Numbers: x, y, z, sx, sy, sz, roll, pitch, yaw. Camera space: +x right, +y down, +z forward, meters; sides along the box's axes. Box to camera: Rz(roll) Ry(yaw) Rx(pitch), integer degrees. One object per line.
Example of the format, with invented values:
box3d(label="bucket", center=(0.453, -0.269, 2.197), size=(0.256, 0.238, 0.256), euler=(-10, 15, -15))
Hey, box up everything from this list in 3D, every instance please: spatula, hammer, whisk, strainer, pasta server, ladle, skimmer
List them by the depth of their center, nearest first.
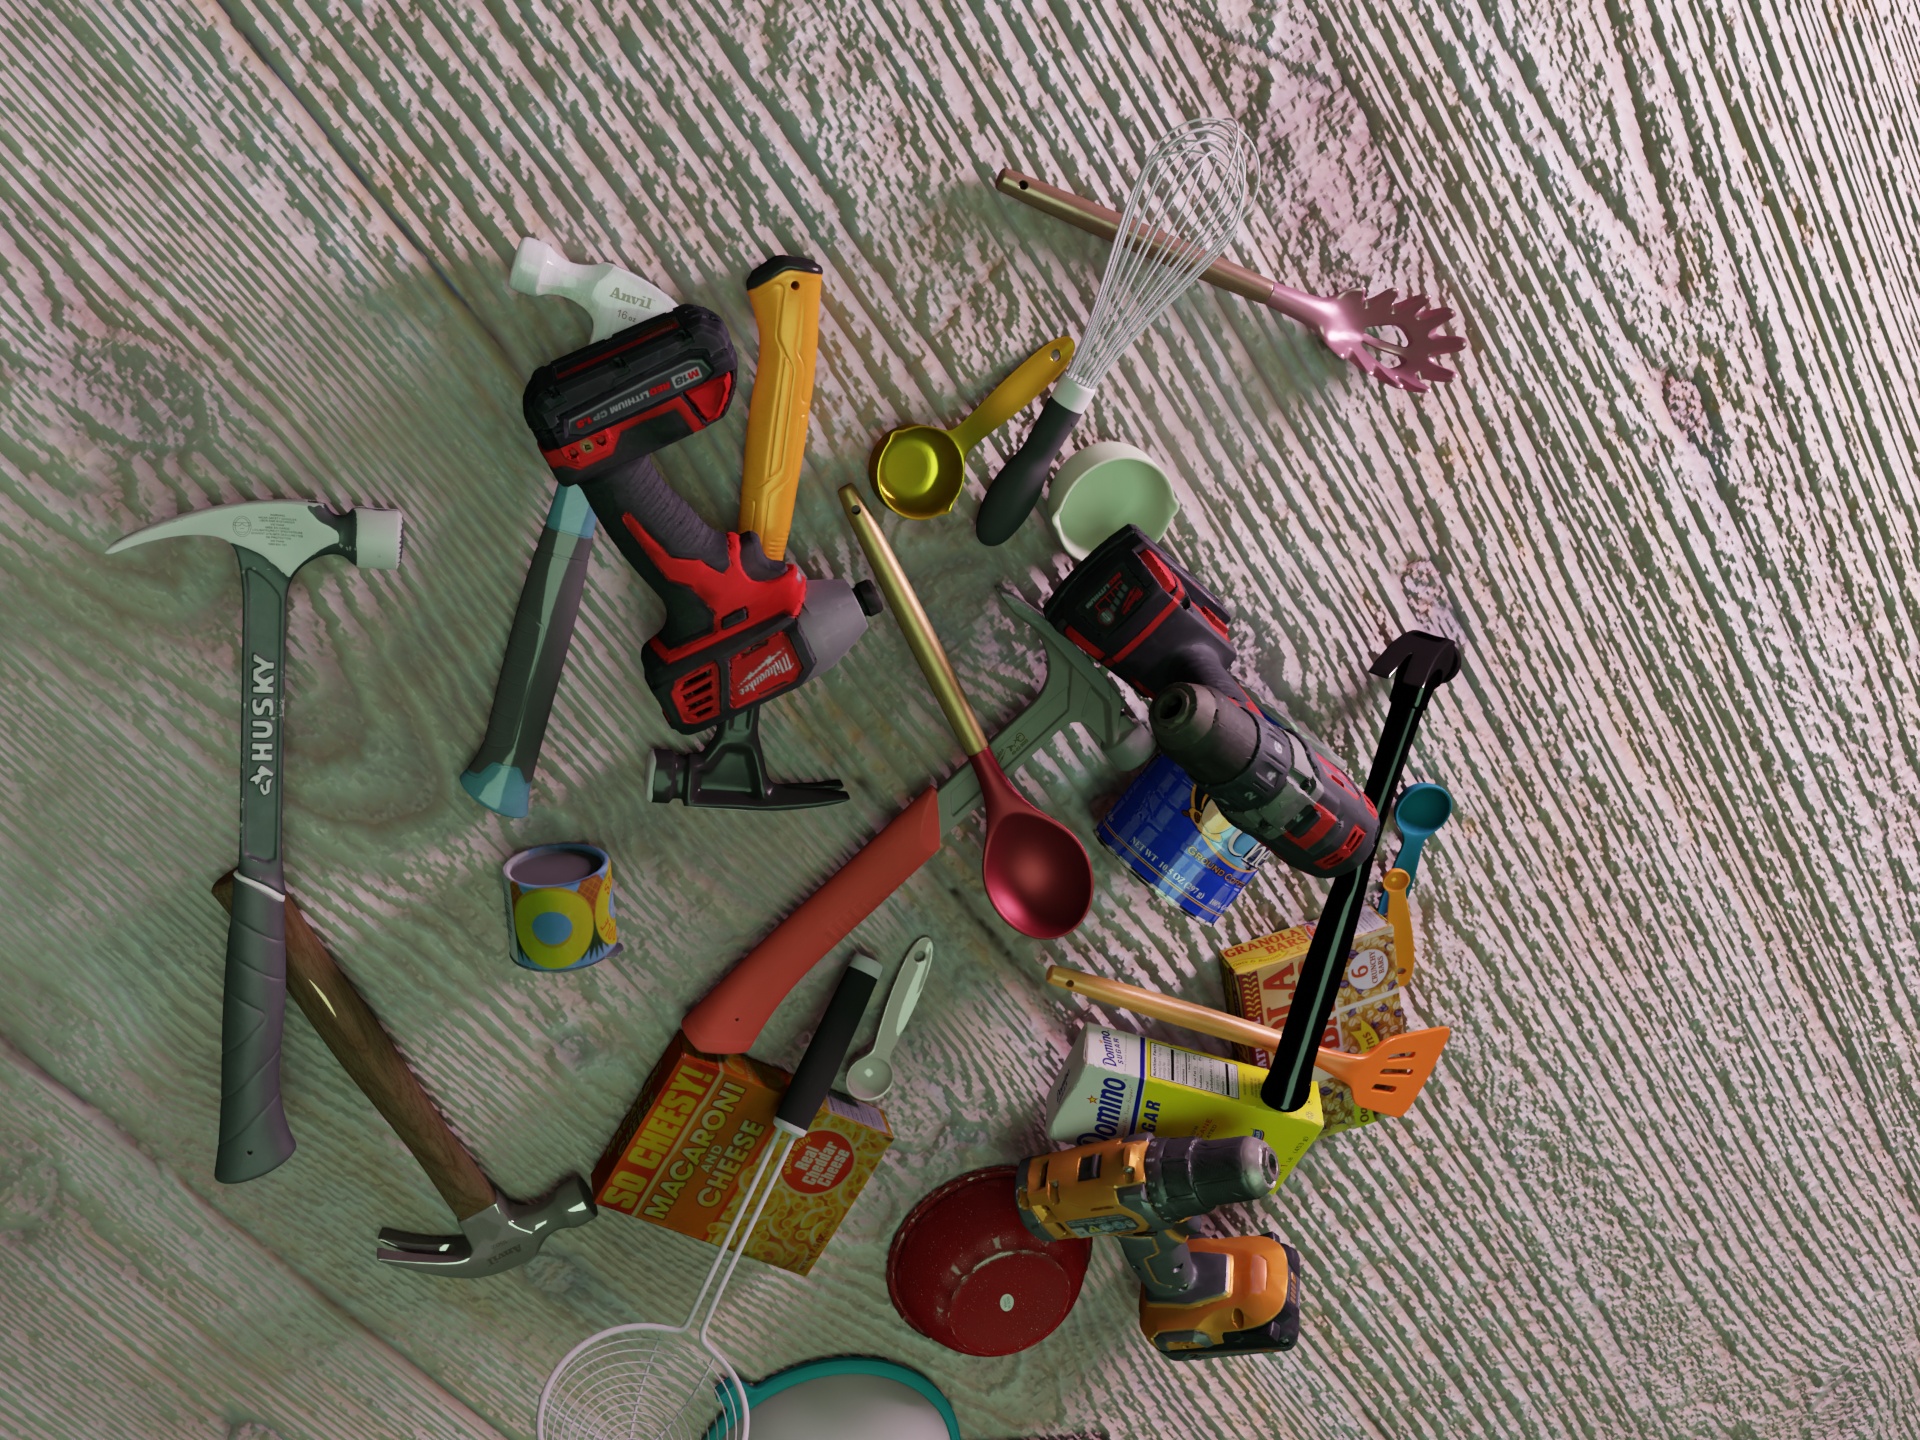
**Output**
box3d(label="hammer", center=(-0.407, 0.076, 0.911), size=(0.149, 0.036, 0.409), euler=(2, 103, -21))
box3d(label="hammer", center=(-0.233, -0.098, 0.925), size=(0.128, 0.033, 0.331), euler=(14, 105, -18))
box3d(label="whisk", center=(0.083, -0.219, 0.931), size=(0.070, 0.070, 0.284), euler=(21, 116, -21))
box3d(label="hammer", center=(-0.111, -0.104, 0.954), size=(0.127, 0.034, 0.336), euler=(4, 108, -16))
box3d(label="pasta server", center=(0.168, -0.272, 0.968), size=(0.316, 0.040, 0.060), euler=(17, 92, -19))
box3d(label="ladle", center=(-0.002, -0.003, 0.987), size=(0.069, 0.031, 0.315), euler=(-26, 105, 0))
box3d(label="skimmer", center=(-0.137, 0.311, 0.997), size=(0.127, 0.090, 0.363), euler=(23, 75, 8))
box3d(label="hammer", center=(-0.367, 0.228, 1.008), size=(0.130, 0.031, 0.331), euler=(-28, 114, -5))
box3d(label="hammer", center=(-0.050, 0.081, 1.034), size=(0.359, 0.037, 0.149), euler=(-43, 106, 4))
box3d(label="hammer", center=(0.261, 0.102, 1.060), size=(0.035, 0.146, 0.335), euler=(19, 98, 24))
box3d(label="spatula", center=(0.206, 0.219, 1.125), size=(0.322, 0.041, 0.081), euler=(19, 106, -15))
box3d(label="strainer", center=(-0.031, 0.592, 1.198), size=(0.340, 0.095, 0.211), euler=(4, 108, -15))

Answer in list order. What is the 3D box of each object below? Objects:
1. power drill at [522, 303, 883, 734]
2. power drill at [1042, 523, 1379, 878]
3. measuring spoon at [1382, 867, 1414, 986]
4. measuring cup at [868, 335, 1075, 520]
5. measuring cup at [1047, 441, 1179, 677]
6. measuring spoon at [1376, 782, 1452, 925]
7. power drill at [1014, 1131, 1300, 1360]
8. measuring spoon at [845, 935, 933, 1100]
box3d(label="power drill", center=(-0.139, -0.109, 0.886), size=(0.143, 0.079, 0.219), euler=(-25, 117, -5))
box3d(label="power drill", center=(0.134, -0.018, 0.918), size=(0.080, 0.227, 0.187), euler=(-45, 134, 13))
box3d(label="measuring spoon", center=(0.323, 0.153, 1.175), size=(0.021, 0.011, 0.116), euler=(-12, 124, 3))
box3d(label="measuring cup", center=(0.008, -0.183, 0.969), size=(0.156, 0.029, 0.062), euler=(-42, 118, -11))
box3d(label="measuring cup", center=(0.089, -0.101, 1.017), size=(0.083, 0.038, 0.167), euler=(-8, 128, -13))
box3d(label="measuring spoon", center=(0.322, 0.099, 1.161), size=(0.042, 0.021, 0.128), euler=(5, 117, -11))
box3d(label="power drill", center=(0.169, 0.367, 1.130), size=(0.185, 0.084, 0.226), euler=(-18, 128, 28))
box3d(label="measuring spoon", center=(-0.047, 0.204, 1.099), size=(0.034, 0.018, 0.124), euler=(20, 96, -21))
